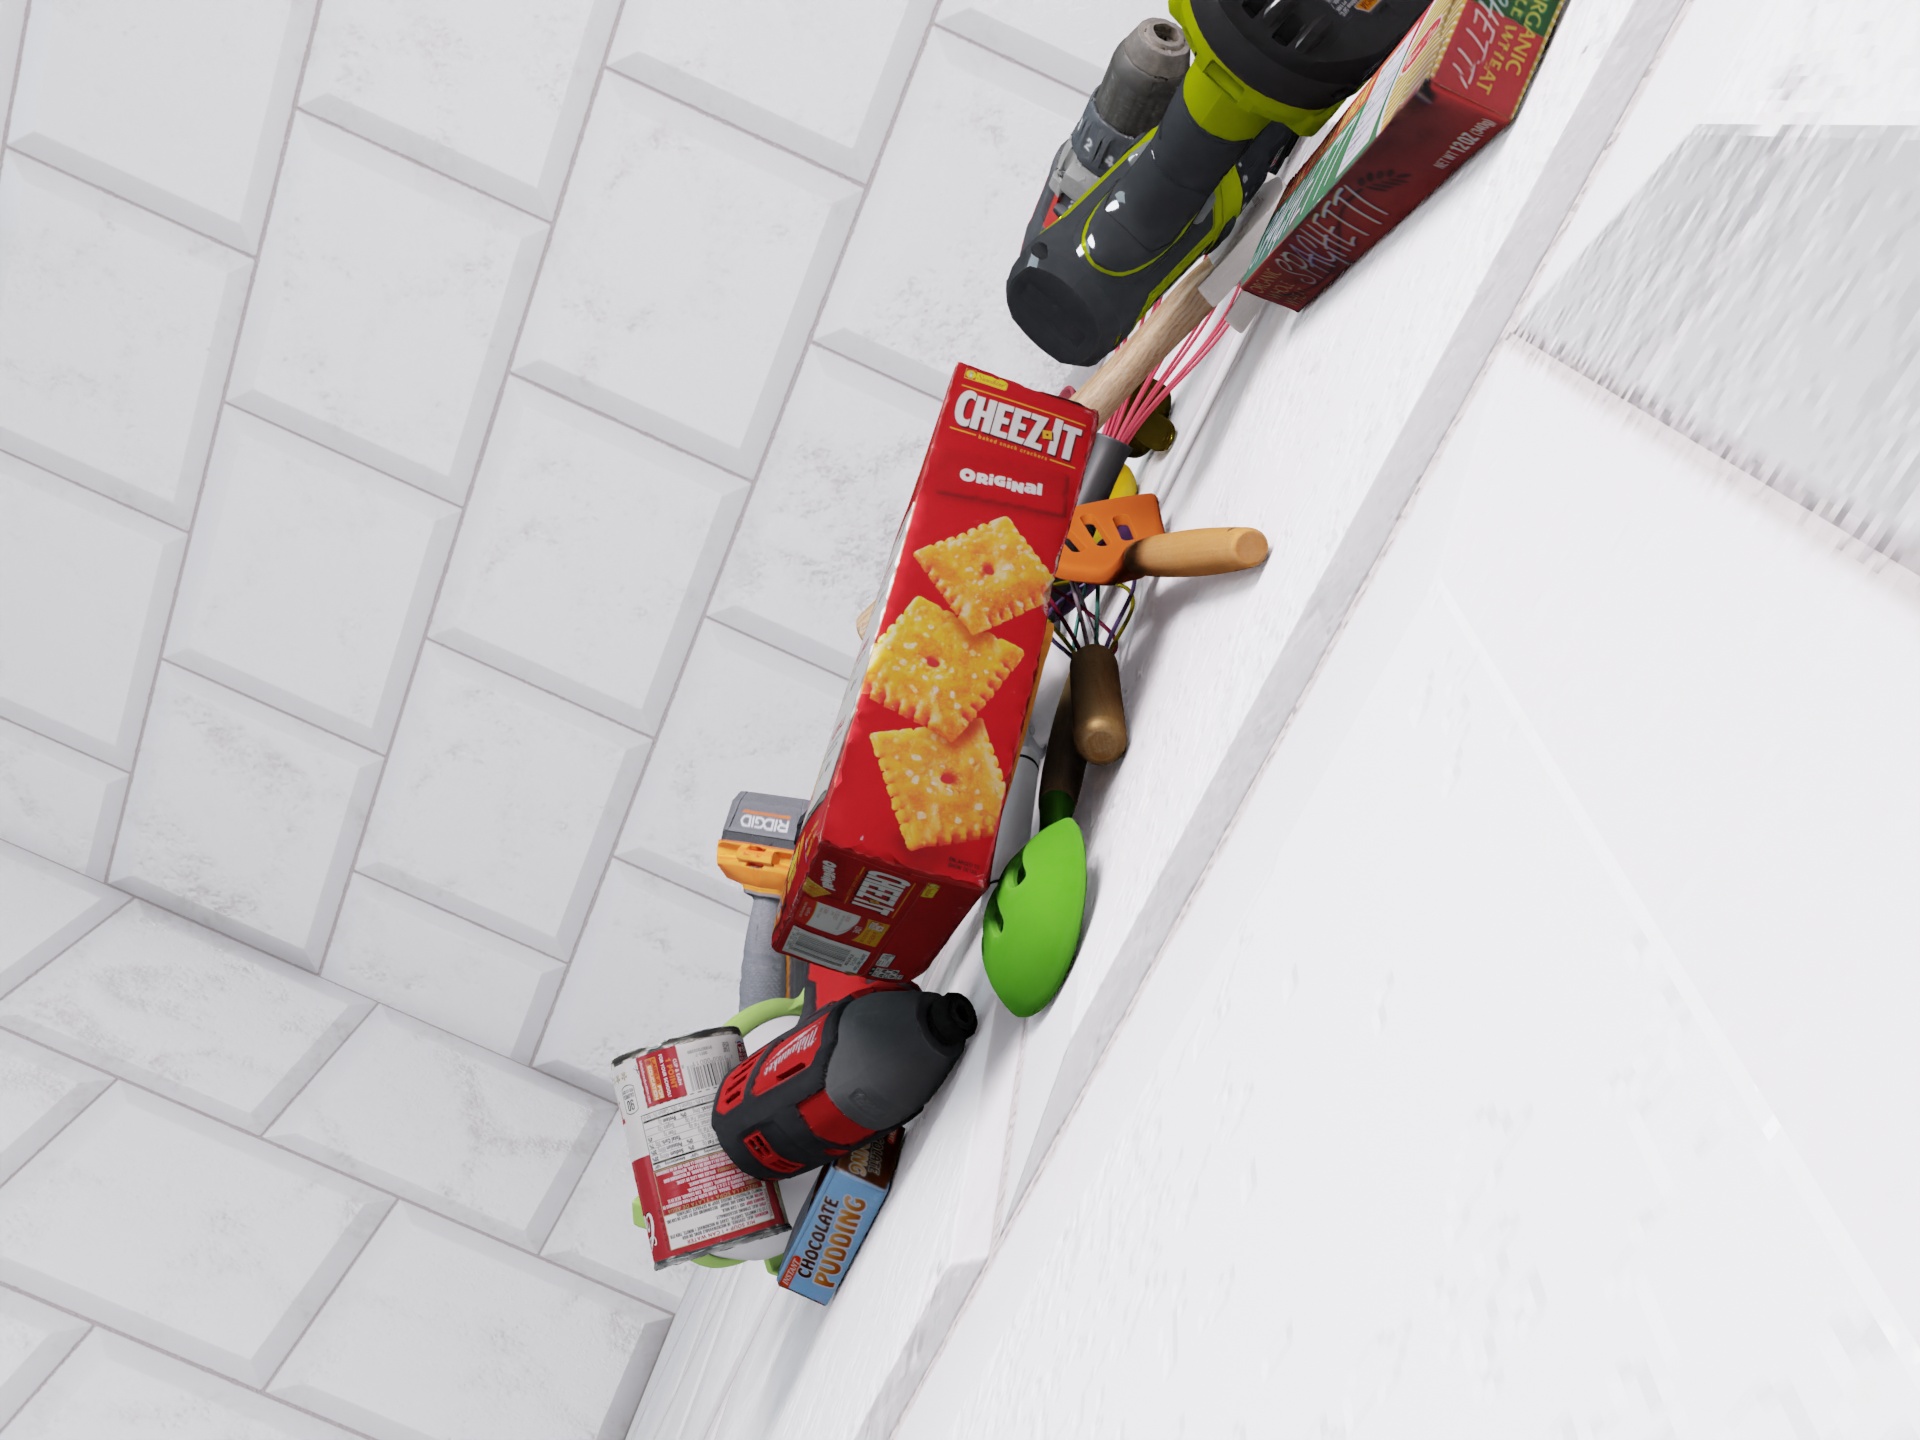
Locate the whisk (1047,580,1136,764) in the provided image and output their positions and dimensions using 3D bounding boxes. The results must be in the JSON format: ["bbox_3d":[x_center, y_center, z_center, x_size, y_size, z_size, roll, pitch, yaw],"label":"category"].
[{"bbox_3d":[0.057,-0.030,0.733,0.245,0.047,0.051,-82,17,-70],"label":"whisk"}]

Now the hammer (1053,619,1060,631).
[{"bbox_3d":[0.060,-0.067,1.140,0.331,0.033,0.128,-72,6,-68],"label":"hammer"}]

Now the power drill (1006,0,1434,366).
[{"bbox_3d":[0.123,-0.270,0.687,0.190,0.080,0.228,-48,2,-24],"label":"power drill"}]

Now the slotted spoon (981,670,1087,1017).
[{"bbox_3d":[0.042,0.028,0.680,0.314,0.031,0.070,-68,3,-68],"label":"slotted spoon"}]

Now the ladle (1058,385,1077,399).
[{"bbox_3d":[0.033,-0.112,0.939,0.316,0.031,0.069,-65,-2,-51],"label":"ladle"}]

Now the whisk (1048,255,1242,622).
[{"bbox_3d":[0.097,-0.179,0.920,0.073,0.073,0.296,-92,26,-85],"label":"whisk"}]

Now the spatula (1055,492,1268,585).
[{"bbox_3d":[0.078,-0.078,0.667,0.323,0.081,0.041,-133,30,-83],"label":"spatula"}]

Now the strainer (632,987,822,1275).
[{"bbox_3d":[-0.071,0.187,0.884,0.151,0.069,0.256,48,-120,-51],"label":"strainer"}]

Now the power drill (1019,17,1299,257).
[{"bbox_3d":[0.133,-0.360,0.946,0.227,0.080,0.187,-43,-10,-31],"label":"power drill"}]

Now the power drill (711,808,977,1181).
[{"bbox_3d":[-0.038,0.112,0.784,0.143,0.078,0.220,-34,25,30],"label":"power drill"}]

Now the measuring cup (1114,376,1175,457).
[{"bbox_3d":[0.129,-0.192,1.045,0.157,0.029,0.062,-110,43,-70],"label":"measuring cup"}]

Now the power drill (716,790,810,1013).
[{"bbox_3d":[-0.099,0.170,0.975,0.164,0.084,0.226,27,-109,-57],"label":"power drill"}]

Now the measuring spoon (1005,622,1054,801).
[{"bbox_3d":[0.021,0.010,0.720,0.021,0.011,0.117,179,108,-82],"label":"measuring spoon"}]

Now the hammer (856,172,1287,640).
[{"bbox_3d":[0.058,-0.154,0.853,0.331,0.031,0.130,-45,16,21],"label":"hammer"}]

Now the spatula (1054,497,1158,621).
[{"bbox_3d":[0.029,-0.045,1.011,0.316,0.018,0.060,-42,19,46],"label":"spatula"}]

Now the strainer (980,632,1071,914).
[{"bbox_3d":[0.033,0.018,0.798,0.259,0.050,0.086,-79,-29,-52],"label":"strainer"}]
